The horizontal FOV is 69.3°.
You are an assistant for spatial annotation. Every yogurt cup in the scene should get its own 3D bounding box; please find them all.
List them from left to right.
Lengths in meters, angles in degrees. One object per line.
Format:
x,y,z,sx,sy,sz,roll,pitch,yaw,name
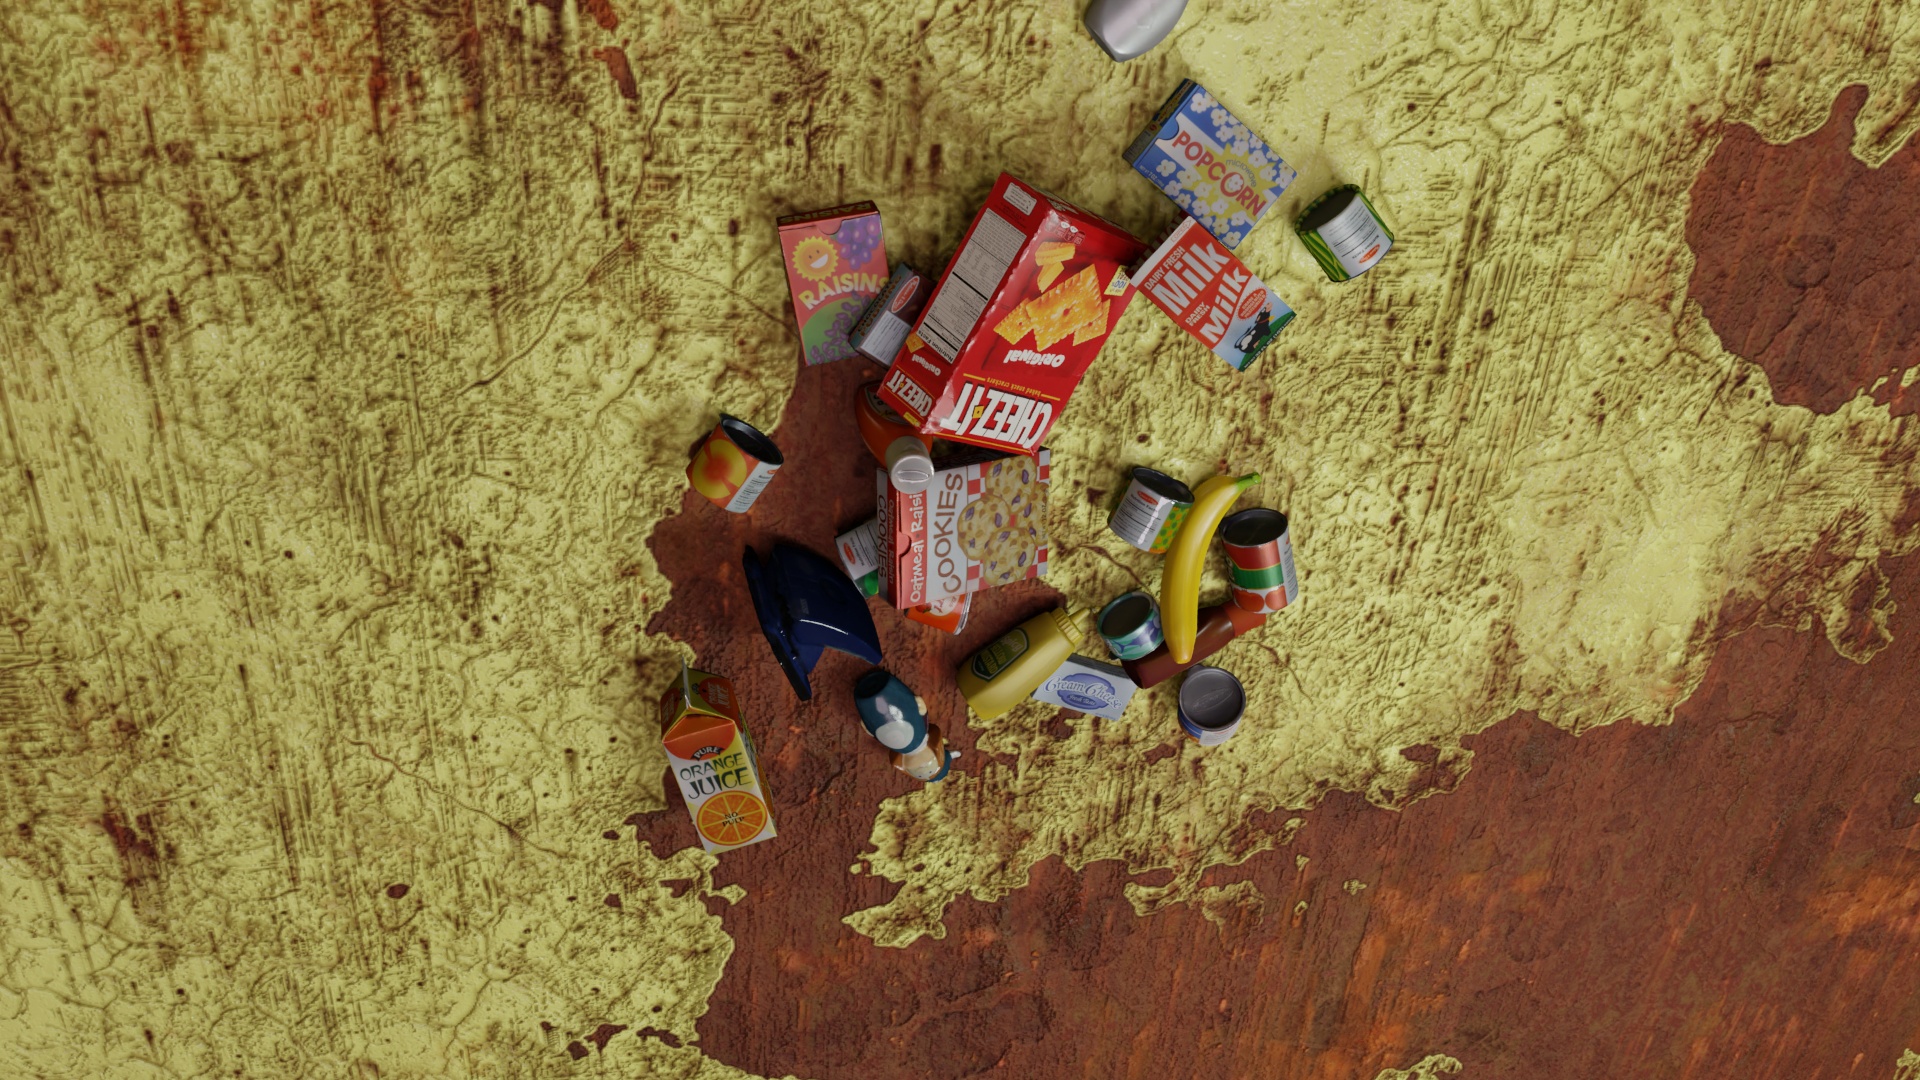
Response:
-0.022,0.052,1.320,0.054,0.073,0.072,12,115,-9,yogurt cup

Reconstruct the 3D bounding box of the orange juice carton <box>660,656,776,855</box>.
-0.241,0.206,1.350,0.073,0.072,0.191,-16,120,-4,orange juice carton

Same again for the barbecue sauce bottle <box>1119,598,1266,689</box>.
0.236,0.098,1.403,0.149,0.065,0.043,-25,111,-8,barbecue sauce bottle

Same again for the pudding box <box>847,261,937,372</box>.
-0.049,-0.184,1.160,0.049,0.030,0.083,31,102,-30,pudding box

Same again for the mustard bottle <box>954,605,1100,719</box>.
0.070,0.109,1.373,0.160,0.065,0.048,-38,124,2,mustard bottle

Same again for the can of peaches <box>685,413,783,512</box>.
-0.200,-0.067,1.217,0.071,0.071,0.058,30,109,-25,can of peaches

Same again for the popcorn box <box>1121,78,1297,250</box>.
0.213,-0.320,1.185,0.126,0.038,0.085,32,108,-26,popcorn box

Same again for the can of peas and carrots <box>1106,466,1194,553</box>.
0.181,-0.029,1.320,0.071,0.071,0.058,17,114,-20,can of peas and carrots

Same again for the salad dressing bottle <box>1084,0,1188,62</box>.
0.167,-0.447,1.104,0.147,0.044,0.064,-41,116,10,salad dressing bottle

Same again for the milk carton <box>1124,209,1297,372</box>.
0.205,-0.213,1.169,0.072,0.073,0.190,-48,150,16,milk carton

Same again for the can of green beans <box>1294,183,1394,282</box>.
0.336,-0.270,1.219,0.071,0.071,0.057,-40,113,10,can of green beans

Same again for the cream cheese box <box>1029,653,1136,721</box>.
0.126,0.148,1.426,0.104,0.024,0.053,17,112,-20,cream cheese box

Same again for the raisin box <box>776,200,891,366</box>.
-0.103,-0.216,1.171,0.086,0.040,0.122,-11,119,-5,raisin box

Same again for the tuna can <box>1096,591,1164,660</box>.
0.168,0.085,1.377,0.071,0.071,0.032,-34,118,7,tuna can

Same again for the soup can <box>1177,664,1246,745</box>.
0.255,0.168,1.422,0.071,0.071,0.083,-21,160,0,soup can

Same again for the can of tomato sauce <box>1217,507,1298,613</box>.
0.293,0.020,1.370,0.071,0.071,0.082,-19,121,-2,can of tomato sauce

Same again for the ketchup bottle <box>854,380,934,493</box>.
-0.052,-0.088,1.188,0.065,0.149,0.043,2,119,-13,ketchup bottle

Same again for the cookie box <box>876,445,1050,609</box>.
0.004,-0.016,1.254,0.168,0.040,0.122,-12,112,-33,cookie box

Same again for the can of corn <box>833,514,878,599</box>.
-0.076,0.012,1.287,0.058,0.071,0.071,-27,120,3,can of corn
